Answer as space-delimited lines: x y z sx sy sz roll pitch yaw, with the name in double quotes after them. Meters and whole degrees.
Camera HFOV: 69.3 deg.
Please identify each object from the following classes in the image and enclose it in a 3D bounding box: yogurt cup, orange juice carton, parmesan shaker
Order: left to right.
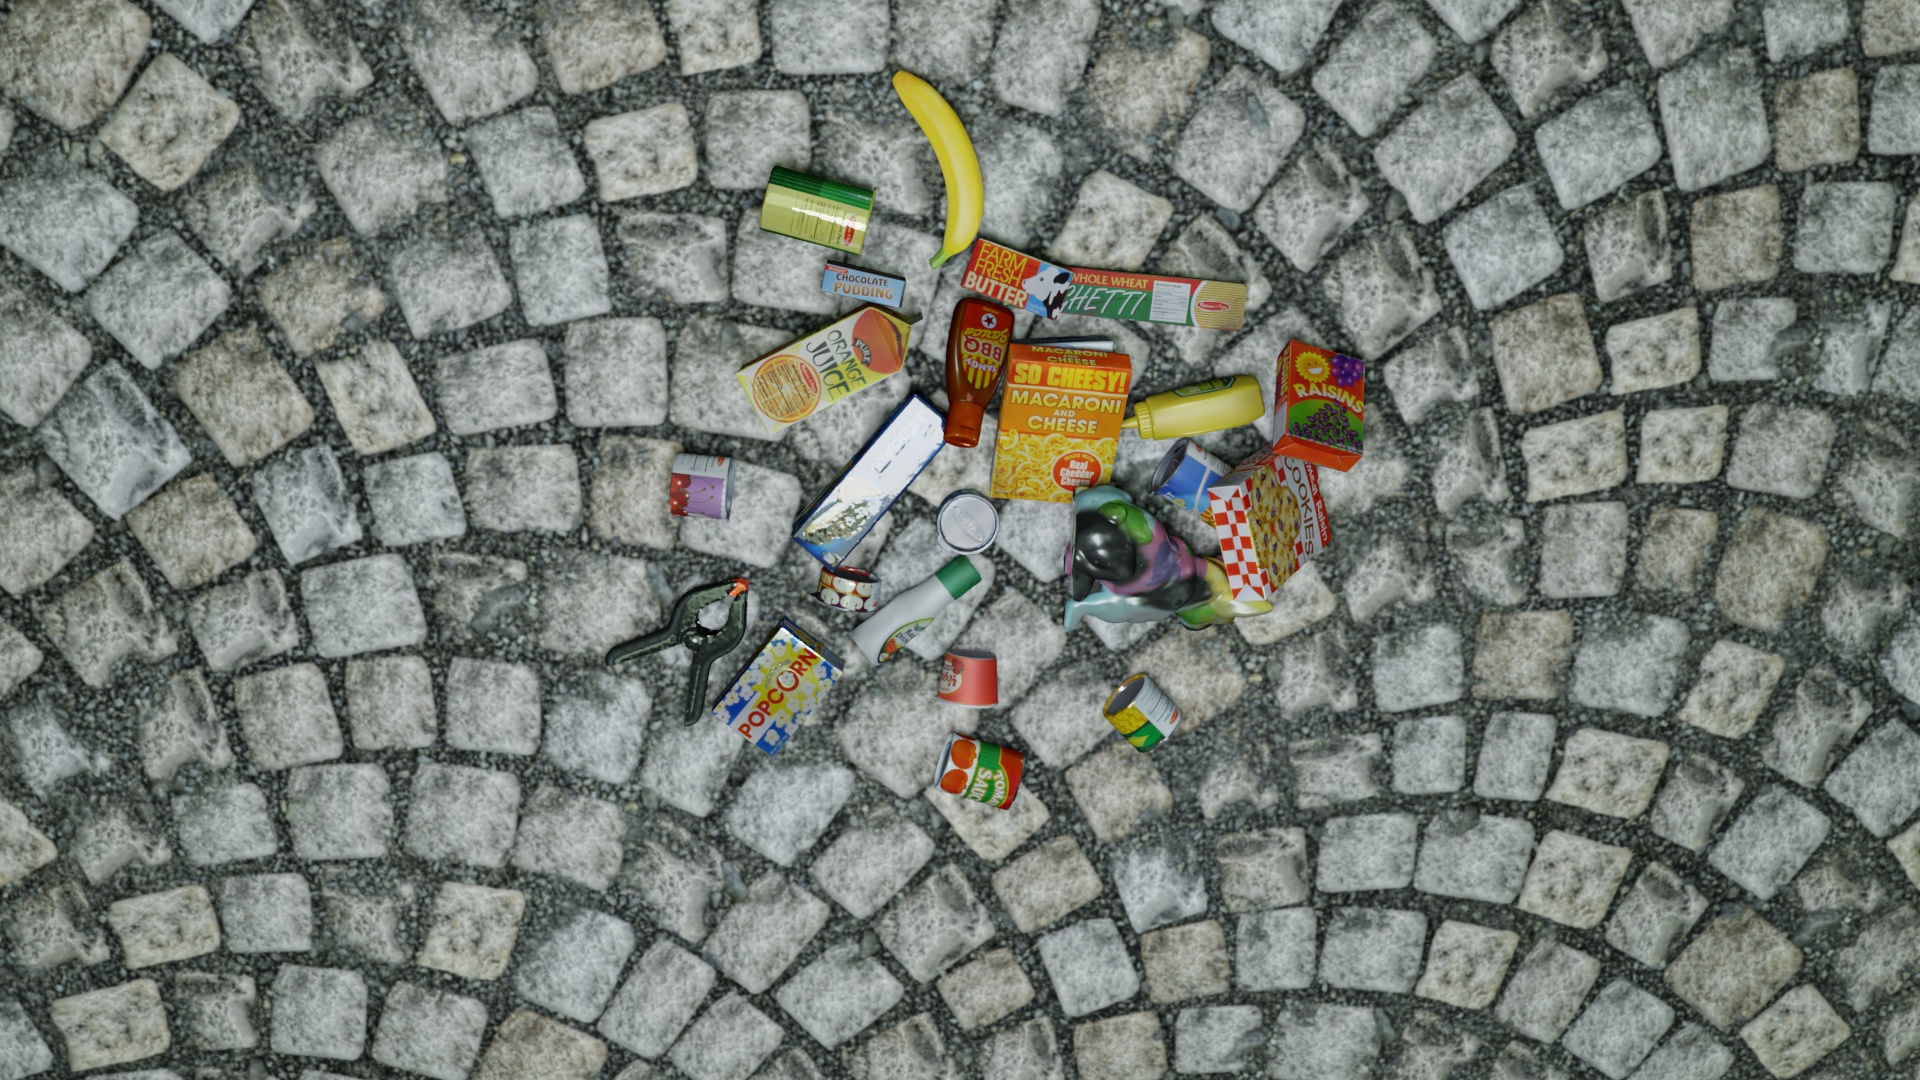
-0.141 -0.330 1.377 0.103 0.071 0.071 14 101 -6 "parmesan shaker"
-0.124 -0.185 1.408 0.193 0.072 0.073 -26 103 2 "orange juice carton"
0.010 0.148 1.497 0.072 0.072 0.054 5 94 -5 "yogurt cup"

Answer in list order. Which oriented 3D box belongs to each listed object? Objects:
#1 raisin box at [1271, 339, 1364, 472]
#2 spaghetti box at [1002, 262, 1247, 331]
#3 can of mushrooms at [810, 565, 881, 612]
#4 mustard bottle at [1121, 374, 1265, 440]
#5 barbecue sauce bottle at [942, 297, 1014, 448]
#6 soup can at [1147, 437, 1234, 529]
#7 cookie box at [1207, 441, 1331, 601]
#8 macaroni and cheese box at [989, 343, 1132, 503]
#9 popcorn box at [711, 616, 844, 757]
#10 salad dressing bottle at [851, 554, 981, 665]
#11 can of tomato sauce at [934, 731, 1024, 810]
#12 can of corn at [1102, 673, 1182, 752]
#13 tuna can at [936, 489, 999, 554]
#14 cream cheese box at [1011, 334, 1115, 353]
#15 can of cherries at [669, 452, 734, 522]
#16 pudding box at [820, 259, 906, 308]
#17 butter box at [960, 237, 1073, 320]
0.369 -0.140 1.433 0.086 0.040 0.124 15 59 -6 "raisin box"
0.169 -0.254 1.435 0.250 0.029 0.050 5 103 -5 "spaghetti box"
-0.120 0.050 1.463 0.071 0.071 0.033 12 101 -7 "can of mushrooms"
0.233 -0.134 1.449 0.160 0.065 0.048 -12 108 3 "mustard bottle"
0.013 -0.168 1.404 0.065 0.043 0.149 16 74 -18 "barbecue sauce bottle"
0.252 -0.057 1.466 0.084 0.071 0.071 32 99 -10 "soup can"
0.323 -0.026 1.435 0.040 0.168 0.122 -5 108 40 "cookie box"
0.100 -0.118 1.424 0.124 0.040 0.165 4 126 -5 "macaroni and cheese box"
-0.197 0.158 1.497 0.085 0.038 0.126 39 97 -10 "popcorn box"
-0.045 0.072 1.479 0.148 0.064 0.044 -38 68 -3 "salad dressing bottle"
0.020 0.253 1.516 0.083 0.071 0.071 18 101 -7 "can of tomato sauce"
0.196 0.189 1.518 0.071 0.071 0.058 -43 101 6 "can of corn"
0.005 -0.018 1.474 0.071 0.033 0.071 -1 102 -4 "tuna can"
0.104 -0.195 1.431 0.104 0.053 0.024 -3 107 -3 "cream cheese box"
-0.266 -0.053 1.431 0.058 0.071 0.071 5 102 -5 "can of cherries"
-0.097 -0.259 1.405 0.084 0.050 0.030 12 104 -6 "pudding box"
0.056 -0.263 1.397 0.103 0.024 0.053 19 100 -6 "butter box"
